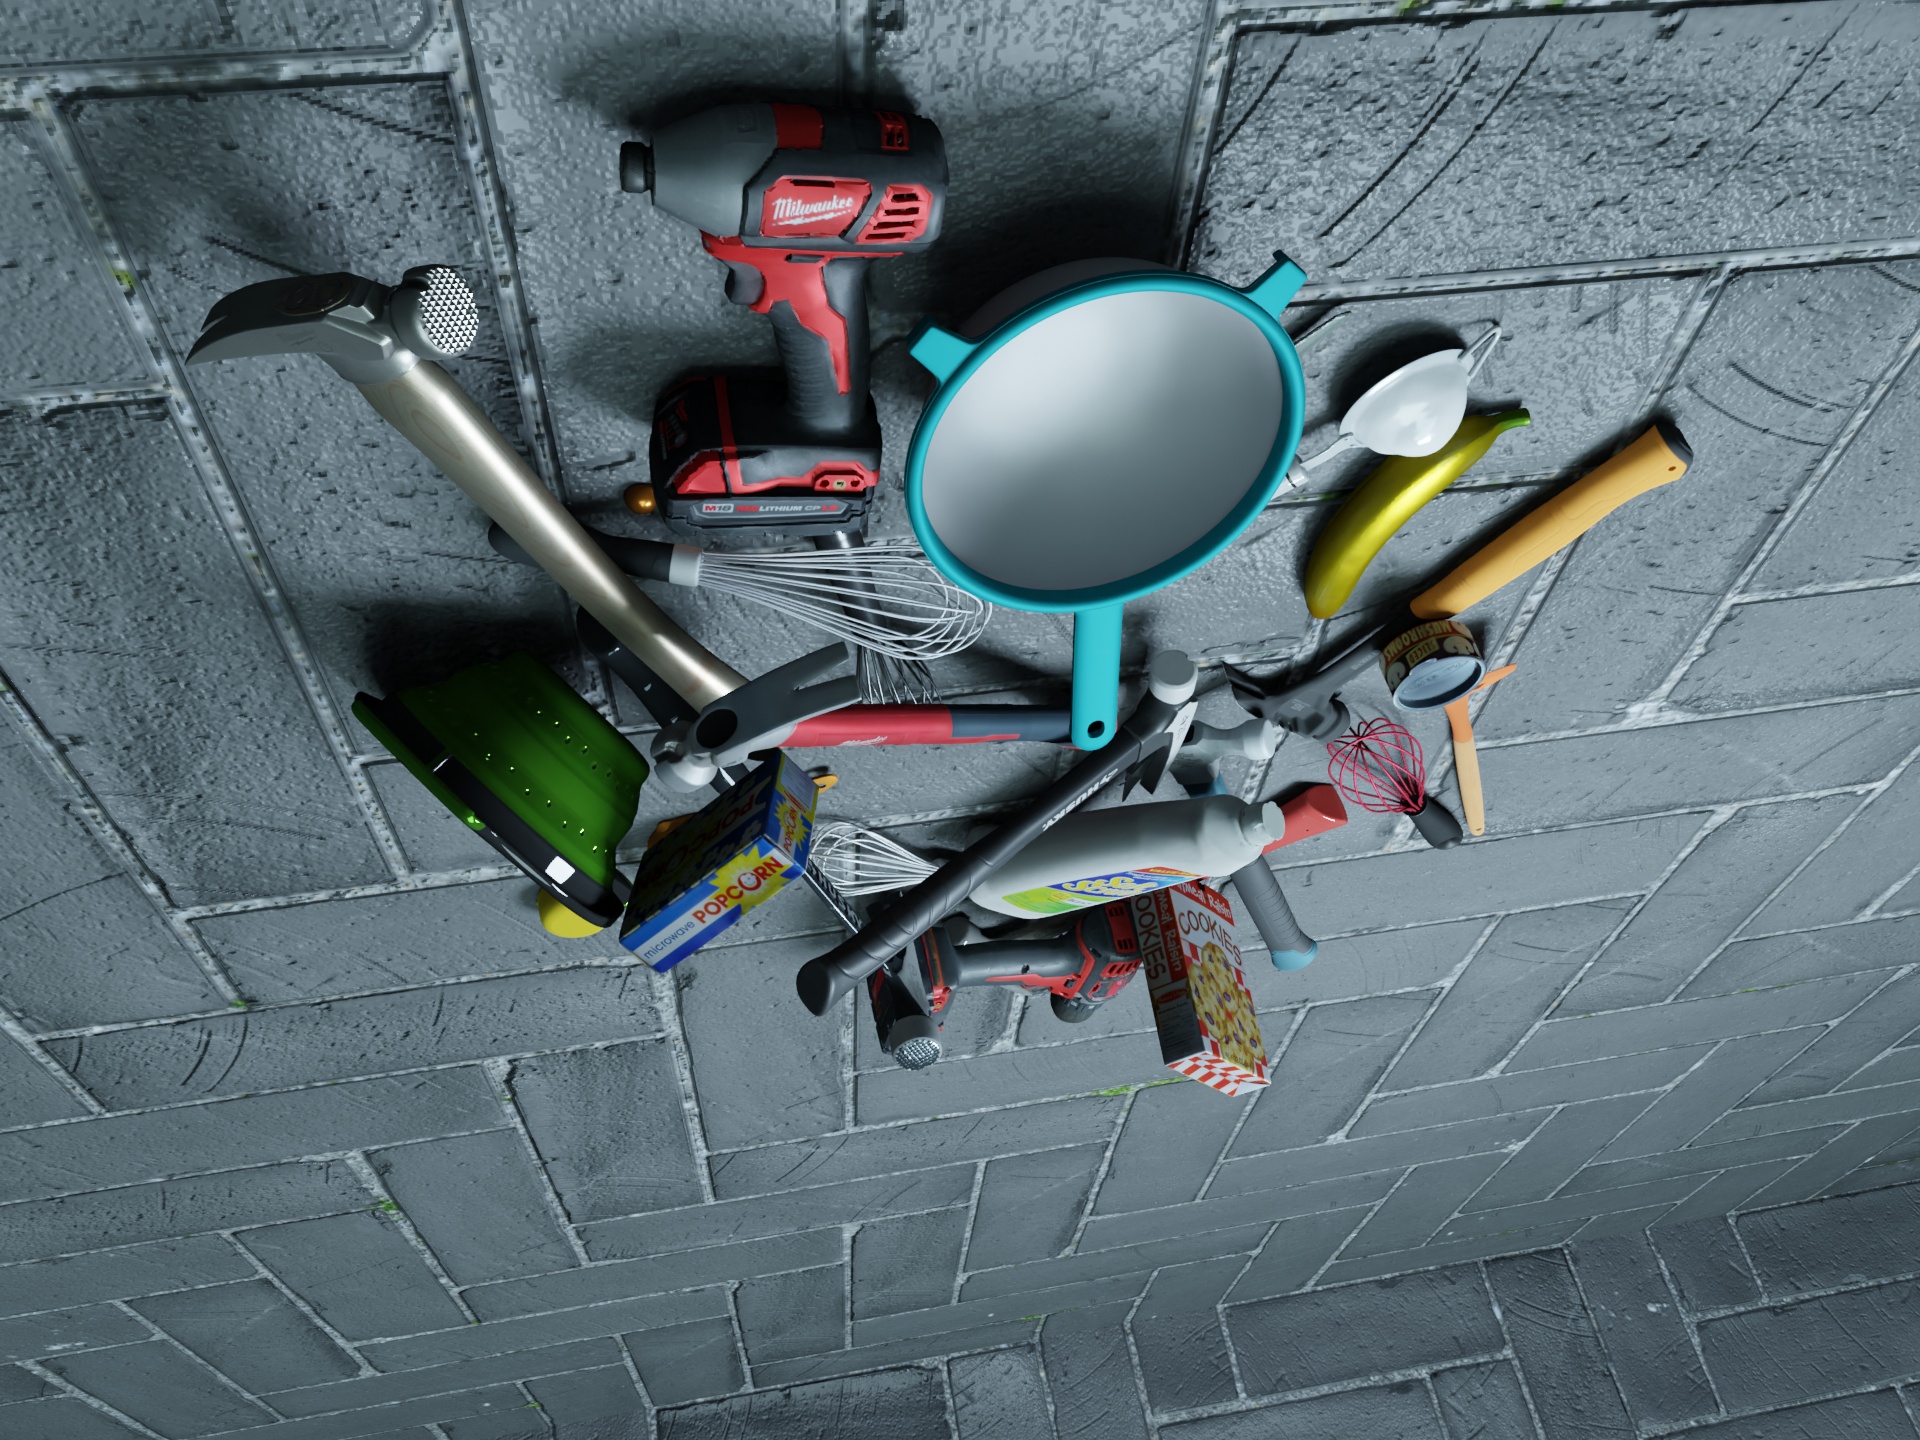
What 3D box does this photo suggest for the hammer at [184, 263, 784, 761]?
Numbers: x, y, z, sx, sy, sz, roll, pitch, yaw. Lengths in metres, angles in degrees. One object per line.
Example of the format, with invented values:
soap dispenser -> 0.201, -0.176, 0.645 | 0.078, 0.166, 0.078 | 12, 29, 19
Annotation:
hammer -> -0.207, -0.082, 0.832 | 0.146, 0.038, 0.410 | 1, 153, 25

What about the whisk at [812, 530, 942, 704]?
whisk -> -0.055, -0.061, 0.993 | 0.055, 0.055, 0.238 | -14, 142, 3

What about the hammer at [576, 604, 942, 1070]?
hammer -> -0.125, 0.067, 1.062 | 0.036, 0.149, 0.408 | -27, 127, 10

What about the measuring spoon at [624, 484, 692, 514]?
measuring spoon -> -0.131, -0.134, 0.888 | 0.117, 0.011, 0.021 | -14, 147, 2

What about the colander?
colander -> -0.250, 0.049, 1.044 | 0.094, 0.205, 0.396 | -47, 164, -9

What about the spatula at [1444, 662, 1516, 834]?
spatula -> 0.410, 0.030, 1.284 | 0.081, 0.041, 0.322 | -20, 147, 10

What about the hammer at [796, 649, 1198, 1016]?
hammer -> 0.028, 0.086, 1.072 | 0.335, 0.035, 0.146 | -37, 158, -18

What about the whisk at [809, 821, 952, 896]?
whisk -> -0.024, 0.122, 1.273 | 0.246, 0.058, 0.059 | 13, 174, -39

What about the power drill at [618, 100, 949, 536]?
power drill -> -0.093, -0.191, 0.763 | 0.143, 0.079, 0.219 | -2, 142, -15

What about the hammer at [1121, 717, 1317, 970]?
hammer -> 0.226, 0.108, 1.272 | 0.128, 0.033, 0.330 | -6, 140, 26

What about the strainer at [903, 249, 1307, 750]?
strainer -> 0.067, -0.121, 0.878 | 0.211, 0.095, 0.340 | -13, 141, -8

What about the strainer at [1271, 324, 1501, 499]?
strainer -> 0.209, -0.152, 0.953 | 0.258, 0.050, 0.086 | -26, 159, 25

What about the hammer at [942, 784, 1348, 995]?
hammer -> 0.167, 0.147, 1.381 | 0.359, 0.037, 0.149 | -26, 144, 20

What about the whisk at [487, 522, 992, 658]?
whisk -> -0.122, -0.083, 0.896 | 0.284, 0.070, 0.070 | 9, 143, -6

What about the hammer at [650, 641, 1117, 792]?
hammer -> -0.002, -0.003, 0.980 | 0.143, 0.038, 0.386 | -25, 166, 34

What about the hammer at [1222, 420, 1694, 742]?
hammer -> 0.337, -0.092, 1.085 | 0.127, 0.034, 0.337 | 19, 135, -40

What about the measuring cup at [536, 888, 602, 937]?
measuring cup -> -0.304, 0.121, 1.191 | 0.062, 0.029, 0.156 | -13, 148, 1

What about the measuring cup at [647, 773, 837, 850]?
measuring cup -> -0.156, 0.095, 1.180 | 0.173, 0.052, 0.095 | -28, 144, 25

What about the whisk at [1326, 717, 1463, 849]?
whisk -> 0.368, 0.063, 1.308 | 0.073, 0.073, 0.295 | -27, 150, 20

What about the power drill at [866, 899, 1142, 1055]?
power drill -> 0.038, 0.224, 1.357 | 0.226, 0.080, 0.187 | -6, 151, -15
